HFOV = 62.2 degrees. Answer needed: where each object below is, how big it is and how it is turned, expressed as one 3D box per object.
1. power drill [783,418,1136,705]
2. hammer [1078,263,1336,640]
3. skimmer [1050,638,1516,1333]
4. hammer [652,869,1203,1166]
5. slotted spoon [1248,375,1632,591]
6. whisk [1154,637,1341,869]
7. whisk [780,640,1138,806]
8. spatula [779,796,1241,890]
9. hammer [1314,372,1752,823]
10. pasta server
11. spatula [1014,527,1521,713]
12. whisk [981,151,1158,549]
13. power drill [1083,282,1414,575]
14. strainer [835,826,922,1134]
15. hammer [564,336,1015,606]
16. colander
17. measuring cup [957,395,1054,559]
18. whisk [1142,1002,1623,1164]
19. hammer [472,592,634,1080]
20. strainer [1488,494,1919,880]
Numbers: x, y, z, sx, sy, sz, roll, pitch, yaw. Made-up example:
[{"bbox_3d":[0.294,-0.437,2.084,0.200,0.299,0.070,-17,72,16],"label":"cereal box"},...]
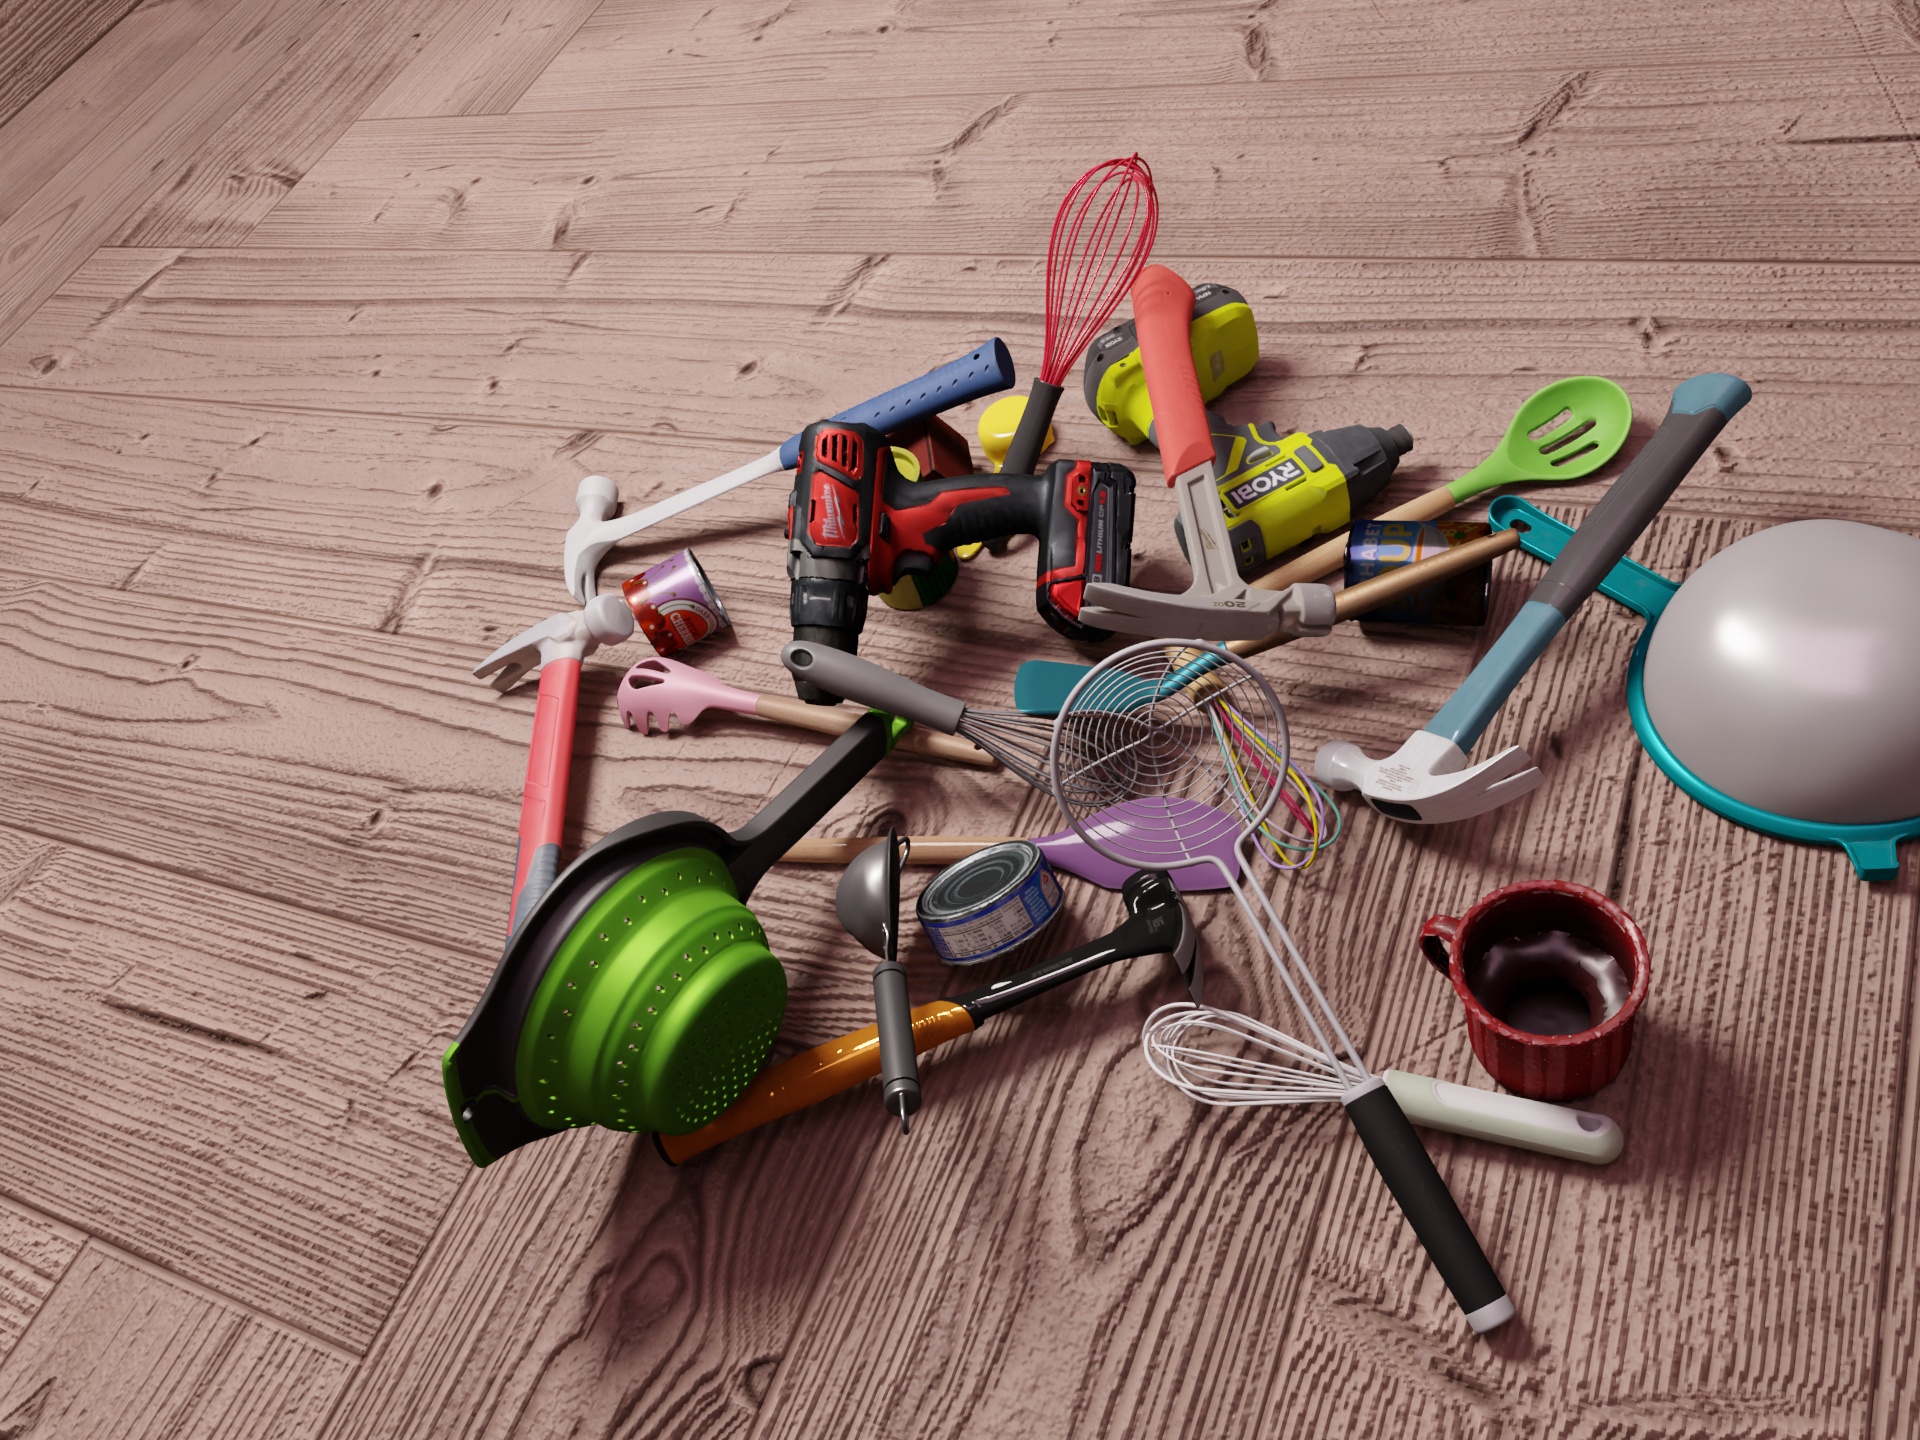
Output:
[{"bbox_3d":[-0.005,-0.097,1.057,0.226,0.080,0.188,5,86,-4],"label":"power drill"},{"bbox_3d":[0.136,-0.186,1.033,0.149,0.036,0.359,3,47,-7],"label":"hammer"},{"bbox_3d":[0.166,0.127,0.788,0.127,0.090,0.364,-29,69,4],"label":"skimmer"},{"bbox_3d":[-0.023,0.181,0.906,0.337,0.034,0.127,-24,16,6],"label":"hammer"},{"bbox_3d":[0.305,-0.141,1.071,0.314,0.031,0.070,-27,65,1],"label":"slotted spoon"},{"bbox_3d":[0.170,-0.001,1.000,0.051,0.047,0.245,-26,45,1],"label":"whisk"},{"bbox_3d":[-0.001,-0.004,1.007,0.239,0.055,0.055,20,58,1],"label":"whisk"},{"bbox_3d":[0.020,0.080,1.005,0.316,0.018,0.060,-3,68,20],"label":"spatula"},{"bbox_3d":[0.350,-0.074,0.930,0.331,0.033,0.128,-50,31,-7],"label":"hammer"},{"bbox_3d":[-0.115,-0.001,1.121,0.316,0.040,0.060,12,58,24],"label":"pasta server"},{"bbox_3d":[0.187,-0.061,0.984,0.317,0.044,0.082,-22,20,14],"label":"spatula"},{"bbox_3d":[0.070,-0.260,1.139,0.073,0.073,0.295,33,110,37],"label":"whisk"},{"bbox_3d":[0.200,-0.211,1.139,0.171,0.080,0.223,-28,52,-3],"label":"power drill"},{"bbox_3d":[-0.042,0.138,0.887,0.050,0.086,0.259,-4,28,-5],"label":"strainer"},{"bbox_3d":[-0.144,-0.195,1.227,0.405,0.035,0.144,-19,48,23],"label":"hammer"},{"bbox_3d":[-0.117,0.114,0.928,0.094,0.204,0.397,26,48,23],"label":"colander"},{"bbox_3d":[0.025,-0.189,1.215,0.062,0.029,0.157,6,56,25],"label":"measuring cup"},{"bbox_3d":[0.213,0.191,0.827,0.246,0.059,0.058,8,29,22],"label":"whisk"},{"bbox_3d":[-0.302,0.089,1.100,0.143,0.038,0.387,-24,49,26],"label":"hammer"},{"bbox_3d":[0.445,-0.075,0.918,0.211,0.095,0.341,-40,51,-12],"label":"strainer"}]
